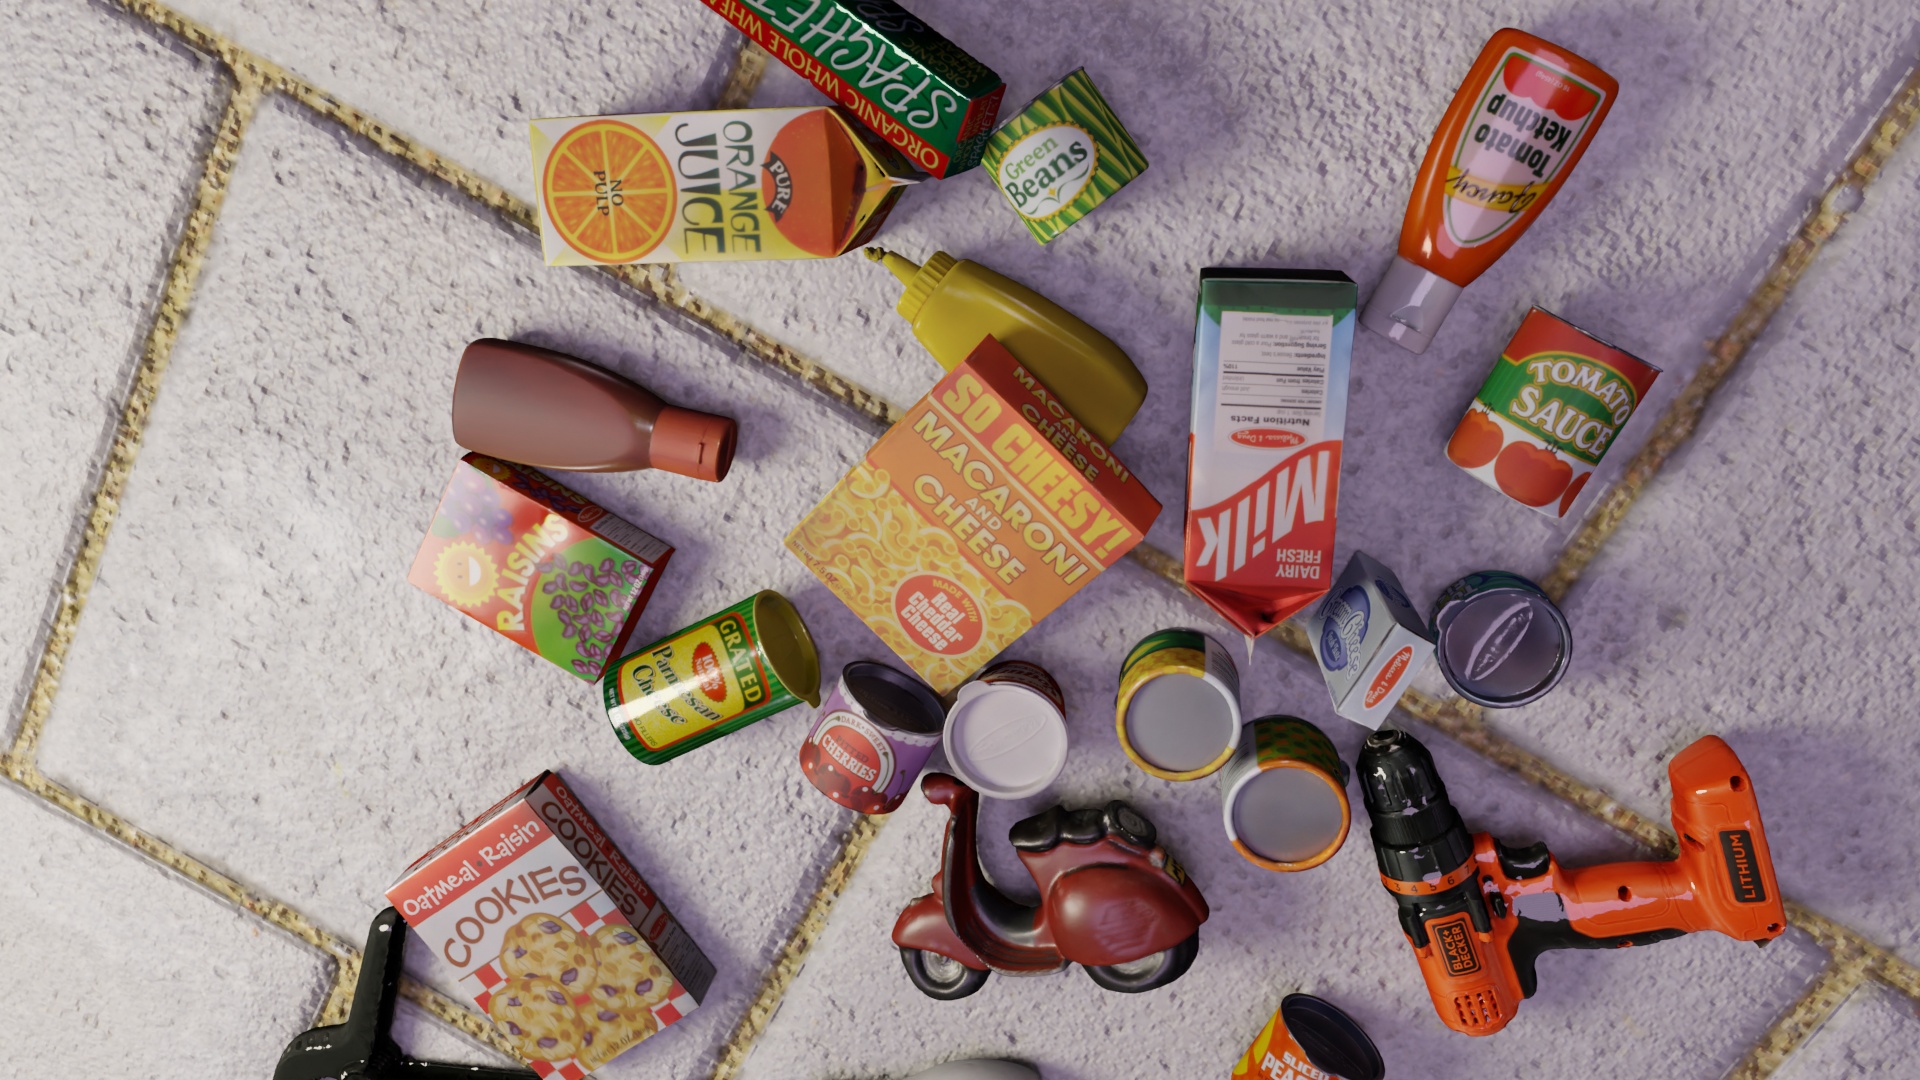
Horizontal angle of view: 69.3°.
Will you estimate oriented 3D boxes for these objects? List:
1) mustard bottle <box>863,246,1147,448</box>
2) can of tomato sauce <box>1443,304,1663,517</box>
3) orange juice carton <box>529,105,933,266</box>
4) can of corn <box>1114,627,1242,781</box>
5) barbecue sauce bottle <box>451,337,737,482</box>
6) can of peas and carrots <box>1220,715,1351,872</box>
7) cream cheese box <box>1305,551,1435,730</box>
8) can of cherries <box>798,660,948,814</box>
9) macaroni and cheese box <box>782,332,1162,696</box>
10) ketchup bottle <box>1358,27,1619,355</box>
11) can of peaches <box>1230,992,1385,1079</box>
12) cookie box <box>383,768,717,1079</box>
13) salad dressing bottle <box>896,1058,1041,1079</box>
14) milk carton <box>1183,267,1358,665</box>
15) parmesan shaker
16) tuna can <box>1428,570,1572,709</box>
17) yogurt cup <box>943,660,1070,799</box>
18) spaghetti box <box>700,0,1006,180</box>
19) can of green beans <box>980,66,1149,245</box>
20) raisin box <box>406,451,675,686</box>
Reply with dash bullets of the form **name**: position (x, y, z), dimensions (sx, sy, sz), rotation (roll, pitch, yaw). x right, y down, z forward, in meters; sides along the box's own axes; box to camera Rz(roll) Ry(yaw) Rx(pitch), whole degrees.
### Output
- **mustard bottle**: position (0.019, -0.105, 0.709), dimensions (0.160, 0.049, 0.065), rotation (37, 114, -2)
- **can of tomato sauce**: position (0.284, -0.062, 0.669), dimensions (0.071, 0.071, 0.082), rotation (27, 108, 0)
- **orange juice carton**: position (-0.108, -0.179, 0.696), dimensions (0.193, 0.072, 0.072), rotation (0, 106, 9)
- **can of corn**: position (0.115, 0.089, 0.743), dimensions (0.071, 0.058, 0.071), rotation (2, 106, 8)
- **barbecue sauce bottle**: position (-0.198, -0.065, 0.757), dimensions (0.148, 0.044, 0.064), rotation (13, 105, 4)
- **can of peas and carrots**: position (0.176, 0.136, 0.747), dimensions (0.071, 0.059, 0.070), rotation (2, 107, 8)
- **cream cheese box**: position (0.202, 0.048, 0.695), dimensions (0.024, 0.104, 0.053), rotation (28, 109, -4)
- **can of cherries**: position (-0.050, 0.110, 0.768), dimensions (0.071, 0.072, 0.058), rotation (30, 108, 0)
- **macaroni and cheese box**: position (0.003, -0.009, 0.716), dimensions (0.123, 0.040, 0.165), rotation (44, 128, -5)
- **ketchup bottle**: position (0.244, -0.162, 0.661), dimensions (0.065, 0.044, 0.148), rotation (27, 108, 0)
- **can of peaches**: position (0.194, 0.302, 0.784), dimensions (0.071, 0.071, 0.058), rotation (29, 109, 0)
- **cookie box**: position (-0.250, 0.240, 0.853), dimensions (0.122, 0.040, 0.167), rotation (-34, 99, 16)
- **salad dressing bottle**: position (-0.024, 0.349, 0.846), dimensions (0.147, 0.044, 0.064), rotation (-5, 107, 11)
- **milk carton**: position (0.150, -0.038, 0.696), dimensions (0.073, 0.072, 0.190), rotation (3, 105, 8)
- **parmesan shaker**: position (-0.138, 0.080, 0.775), dimensions (0.103, 0.071, 0.071), rotation (-25, 100, 15)
- **tuna can**: position (0.277, 0.049, 0.721), dimensions (0.071, 0.033, 0.071), rotation (2, 106, 8)
- **yogurt cup**: position (0.028, 0.100, 0.762), dimensions (0.072, 0.054, 0.072), rotation (2, 106, 8)
- **spaghetti box**: position (-0.087, -0.261, 0.654), dimensions (0.250, 0.029, 0.050), rotation (39, 141, 10)
- **can of green beans**: position (0.049, -0.185, 0.673), dimensions (0.071, 0.071, 0.058), rotation (-34, 98, 16)
- **raisin box**: position (-0.237, 0.013, 0.787), dimensions (0.123, 0.040, 0.086), rotation (29, 108, -1)
